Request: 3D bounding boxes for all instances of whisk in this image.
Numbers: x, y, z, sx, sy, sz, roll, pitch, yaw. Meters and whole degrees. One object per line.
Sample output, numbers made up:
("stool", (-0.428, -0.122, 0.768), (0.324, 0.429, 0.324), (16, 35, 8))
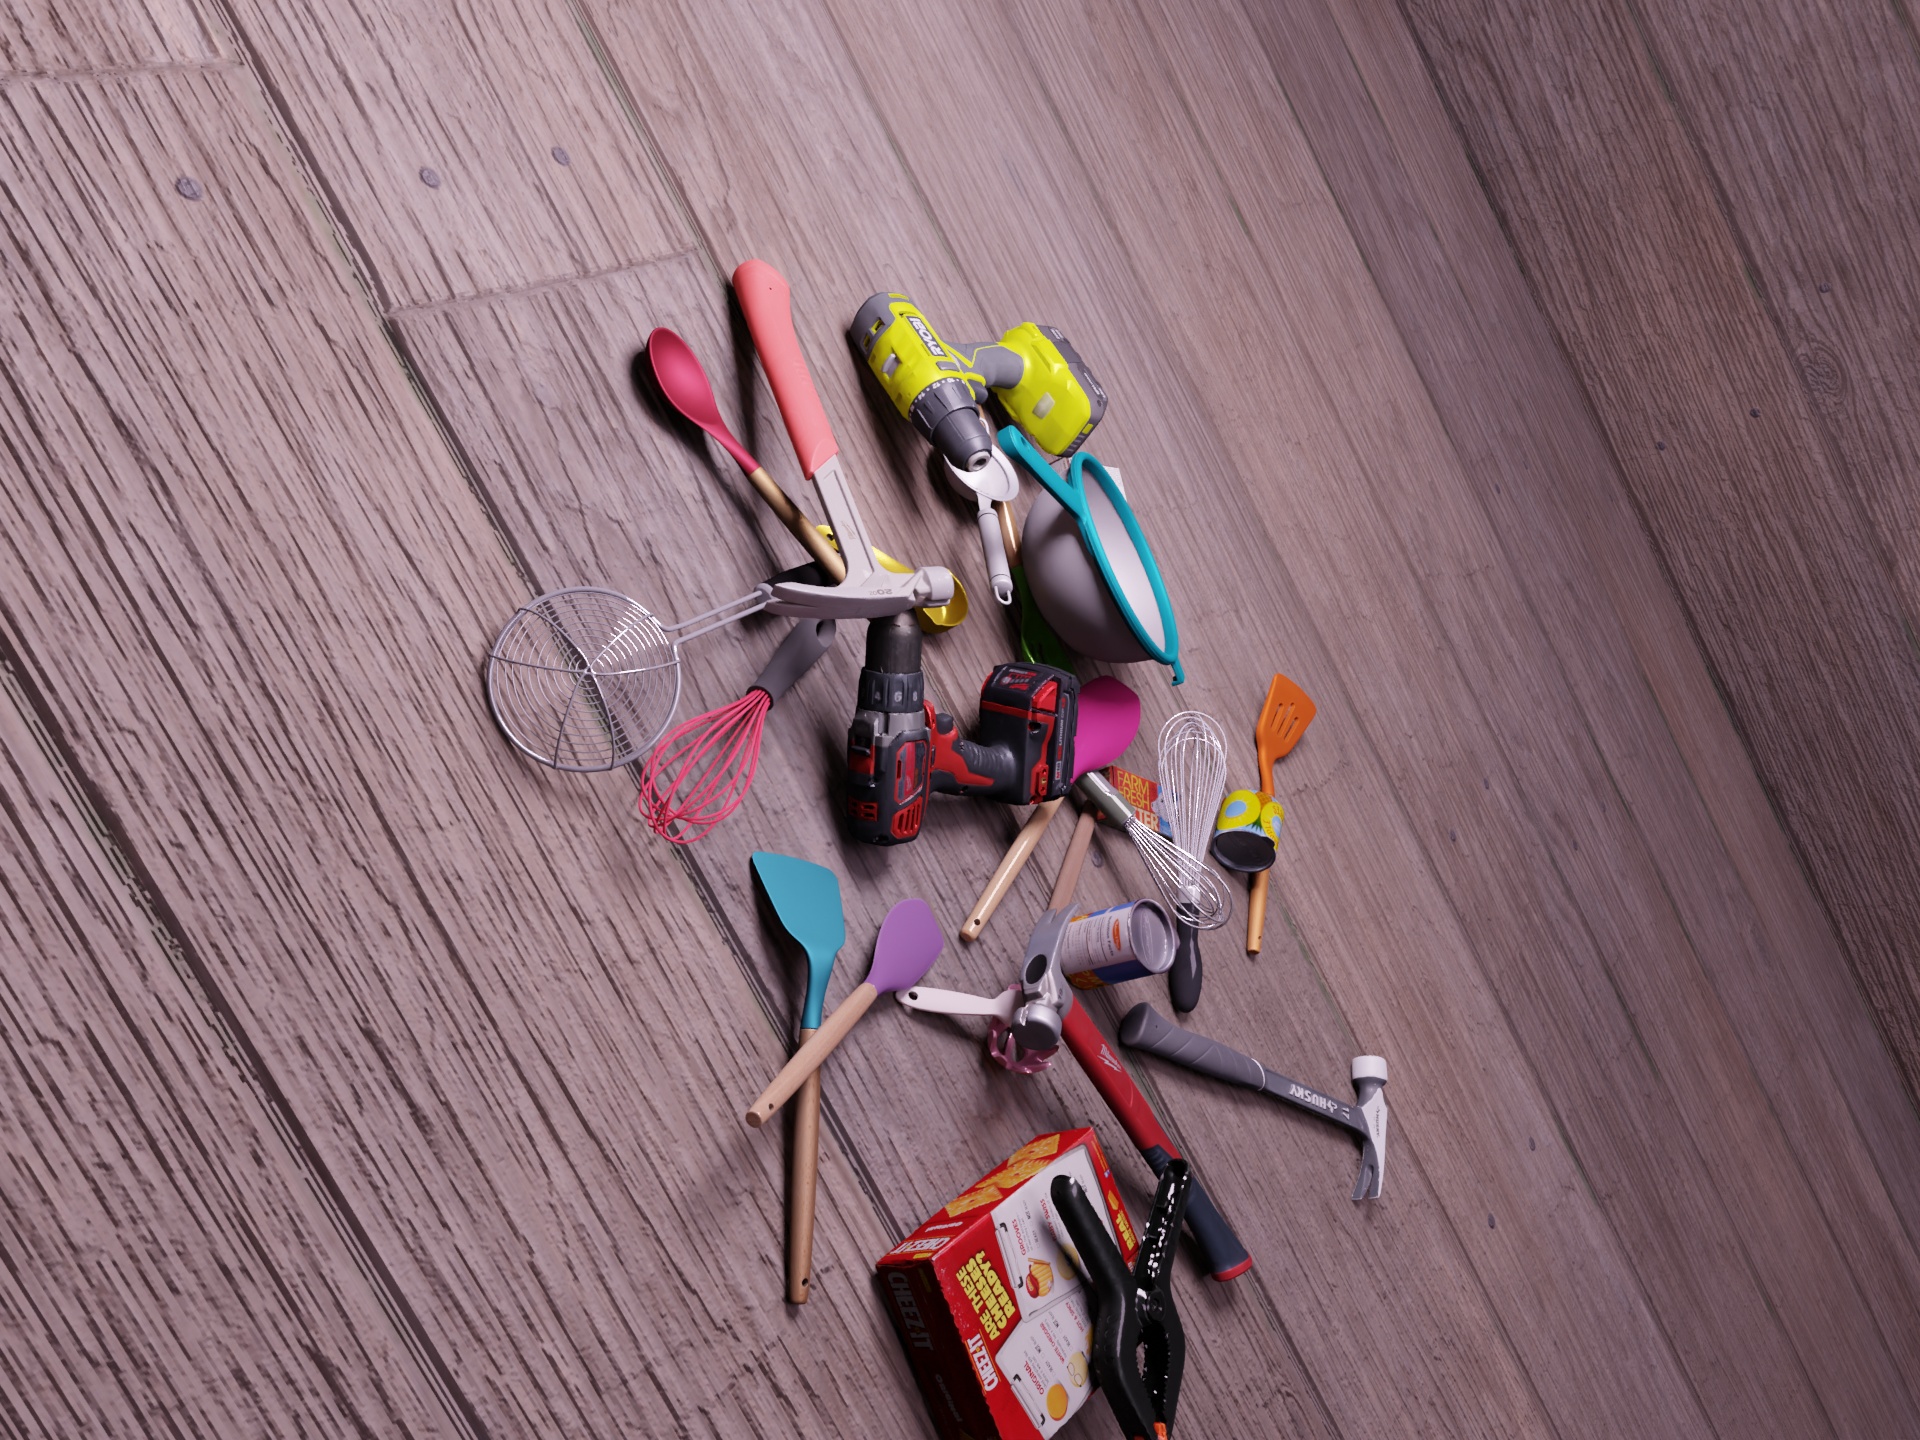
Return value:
("whisk", (-0.157, -0.006, 1.183), (0.073, 0.073, 0.296), (54, 35, -16))
("whisk", (0.215, 0.132, 1.505), (0.070, 0.070, 0.285), (9, 81, -46))
("whisk", (0.157, 0.096, 1.454), (0.246, 0.059, 0.058), (47, 29, 2))

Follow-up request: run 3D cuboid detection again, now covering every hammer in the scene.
("hammer", (0.293, 0.352, 1.534), (0.408, 0.036, 0.149), (28, 55, -37))
("hammer", (0.155, 0.331, 1.344), (0.386, 0.038, 0.143), (58, 30, -26))
("hammer", (-0.128, -0.229, 1.254), (0.149, 0.036, 0.359), (-4, 57, -30))

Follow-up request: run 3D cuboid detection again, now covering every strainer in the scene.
("strainer", (0.021, -0.184, 1.426), (0.086, 0.050, 0.259), (22, 36, -26))
("strainer", (0.086, -0.155, 1.413), (0.340, 0.095, 0.211), (35, 36, -54))

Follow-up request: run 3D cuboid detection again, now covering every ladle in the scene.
("ladle", (-0.146, -0.178, 1.261), (0.315, 0.031, 0.069), (50, 31, -7))

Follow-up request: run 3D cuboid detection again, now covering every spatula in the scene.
("spatula", (-0.078, 0.206, 1.156), (0.059, 0.018, 0.316), (65, 26, -8))
("spatula", (0.331, 0.100, 1.685), (0.081, 0.041, 0.323), (37, 50, -32))
("spatula", (-0.115, 0.249, 1.140), (0.082, 0.044, 0.318), (20, 64, -43))

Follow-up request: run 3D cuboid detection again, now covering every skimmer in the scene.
("skimmer", (-0.198, -0.066, 1.186), (0.127, 0.090, 0.363), (60, 30, -3))

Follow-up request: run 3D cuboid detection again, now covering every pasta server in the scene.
("pasta server", (0.083, 0.177, 1.377), (0.060, 0.040, 0.316), (30, 47, -7))

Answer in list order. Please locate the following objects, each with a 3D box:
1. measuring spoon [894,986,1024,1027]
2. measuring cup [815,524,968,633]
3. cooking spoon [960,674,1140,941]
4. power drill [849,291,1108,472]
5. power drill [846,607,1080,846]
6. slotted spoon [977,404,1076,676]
("measuring spoon", (0.007, 0.222, 1.260), (0.124, 0.018, 0.034), (11, 47, -24))
("measuring cup", (-0.064, -0.124, 1.371), (0.156, 0.029, 0.062), (27, 53, -23))
("cooking spoon", (0.080, 0.072, 1.400), (0.069, 0.017, 0.319), (35, 55, 0))
("power drill", (0.026, -0.301, 1.460), (0.228, 0.080, 0.191), (-6, 56, -45))
("power drill", (-0.002, -0.004, 1.294), (0.226, 0.080, 0.188), (-8, 105, -48))
("slotted spoon", (0.049, -0.168, 1.507), (0.070, 0.031, 0.314), (2, 69, -55))
